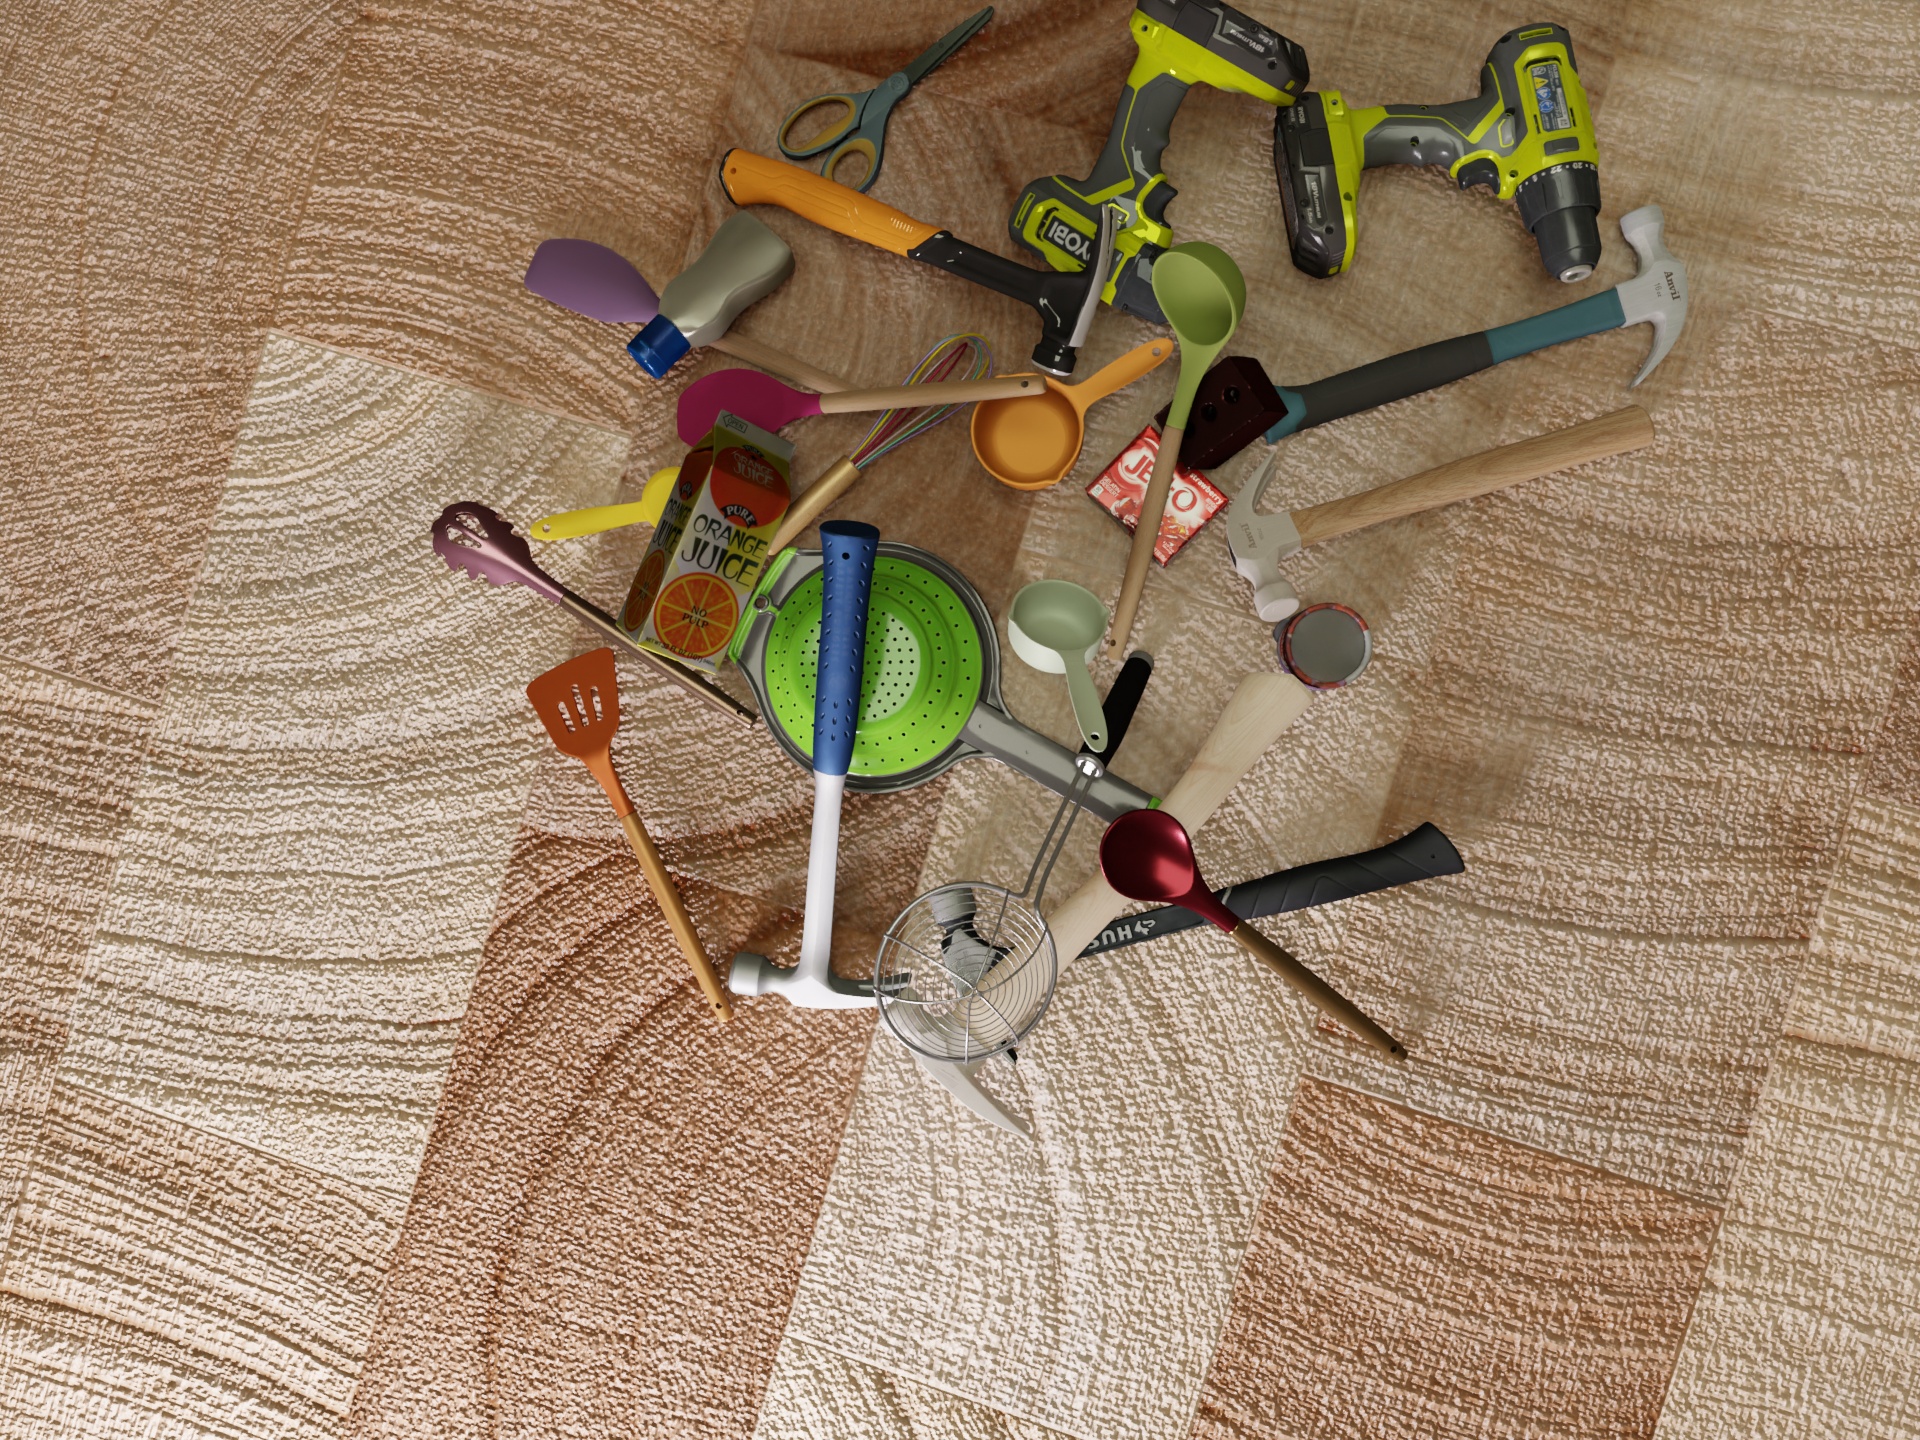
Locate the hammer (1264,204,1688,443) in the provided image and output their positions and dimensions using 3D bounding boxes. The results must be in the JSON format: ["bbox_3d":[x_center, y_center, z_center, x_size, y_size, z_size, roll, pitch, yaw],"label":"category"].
[{"bbox_3d":[0.391,-0.283,1.223,0.331,0.033,0.128,-17,87,6],"label":"hammer"}]

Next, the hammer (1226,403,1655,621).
[{"bbox_3d":[0.362,-0.180,1.210,0.331,0.031,0.130,-17,61,0],"label":"hammer"}]

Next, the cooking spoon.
[{"bbox_3d":[-0.084,-0.250,1.247,0.319,0.017,0.069,0,87,22],"label":"cooking spoon"}]

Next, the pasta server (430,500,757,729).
[{"bbox_3d":[-0.300,-0.084,1.301,0.316,0.040,0.060,33,81,0],"label":"pasta server"}]

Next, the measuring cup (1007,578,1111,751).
[{"bbox_3d":[0.083,-0.035,1.215,0.083,0.038,0.168,-4,54,-13],"label":"measuring cup"}]

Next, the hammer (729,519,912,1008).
[{"bbox_3d":[-0.093,0.047,1.198,0.144,0.035,0.405,9,116,4],"label":"hammer"}]

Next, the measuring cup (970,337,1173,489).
[{"bbox_3d":[0.090,-0.246,1.248,0.173,0.052,0.095,-31,87,4],"label":"measuring cup"}]

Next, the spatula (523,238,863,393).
[{"bbox_3d":[-0.210,-0.320,1.297,0.316,0.018,0.060,25,88,7],"label":"spatula"}]

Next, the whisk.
[{"bbox_3d":[-0.072,-0.222,1.268,0.245,0.047,0.051,-42,80,7],"label":"whisk"}]

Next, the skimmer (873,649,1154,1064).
[{"bbox_3d":[0.056,0.084,1.166,0.127,0.090,0.363,41,50,-13],"label":"skimmer"}]

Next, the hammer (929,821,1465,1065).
[{"bbox_3d":[0.189,0.155,1.244,0.409,0.036,0.149,-15,89,6],"label":"hammer"}]

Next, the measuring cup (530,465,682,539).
[{"bbox_3d":[-0.279,-0.170,1.297,0.156,0.029,0.062,-11,89,4],"label":"measuring cup"}]

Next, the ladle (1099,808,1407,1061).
[{"bbox_3d":[0.225,0.168,1.199,0.315,0.031,0.069,38,93,-15],"label":"ladle"}]

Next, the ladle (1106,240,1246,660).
[{"bbox_3d":[0.147,-0.195,1.194,0.078,0.062,0.320,30,115,40],"label":"ladle"}]

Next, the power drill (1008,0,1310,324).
[{"bbox_3d":[0.156,-0.420,1.191,0.171,0.080,0.223,37,117,15],"label":"power drill"}]

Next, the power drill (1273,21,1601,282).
[{"bbox_3d":[0.362,-0.408,1.196,0.228,0.080,0.191,-9,81,6],"label":"power drill"}]

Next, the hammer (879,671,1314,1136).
[{"bbox_3d":[0.126,0.130,1.215,0.146,0.038,0.410,43,94,1],"label":"hammer"}]

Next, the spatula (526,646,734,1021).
[{"bbox_3d":[-0.258,0.098,1.301,0.081,0.041,0.322,-25,91,4],"label":"spatula"}]

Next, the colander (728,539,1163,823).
[{"bbox_3d":[-0.002,-0.004,1.234,0.397,0.094,0.204,29,93,6],"label":"colander"}]

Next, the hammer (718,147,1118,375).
[{"bbox_3d":[-0.042,-0.385,1.234,0.337,0.034,0.127,26,111,18],"label":"hammer"}]
